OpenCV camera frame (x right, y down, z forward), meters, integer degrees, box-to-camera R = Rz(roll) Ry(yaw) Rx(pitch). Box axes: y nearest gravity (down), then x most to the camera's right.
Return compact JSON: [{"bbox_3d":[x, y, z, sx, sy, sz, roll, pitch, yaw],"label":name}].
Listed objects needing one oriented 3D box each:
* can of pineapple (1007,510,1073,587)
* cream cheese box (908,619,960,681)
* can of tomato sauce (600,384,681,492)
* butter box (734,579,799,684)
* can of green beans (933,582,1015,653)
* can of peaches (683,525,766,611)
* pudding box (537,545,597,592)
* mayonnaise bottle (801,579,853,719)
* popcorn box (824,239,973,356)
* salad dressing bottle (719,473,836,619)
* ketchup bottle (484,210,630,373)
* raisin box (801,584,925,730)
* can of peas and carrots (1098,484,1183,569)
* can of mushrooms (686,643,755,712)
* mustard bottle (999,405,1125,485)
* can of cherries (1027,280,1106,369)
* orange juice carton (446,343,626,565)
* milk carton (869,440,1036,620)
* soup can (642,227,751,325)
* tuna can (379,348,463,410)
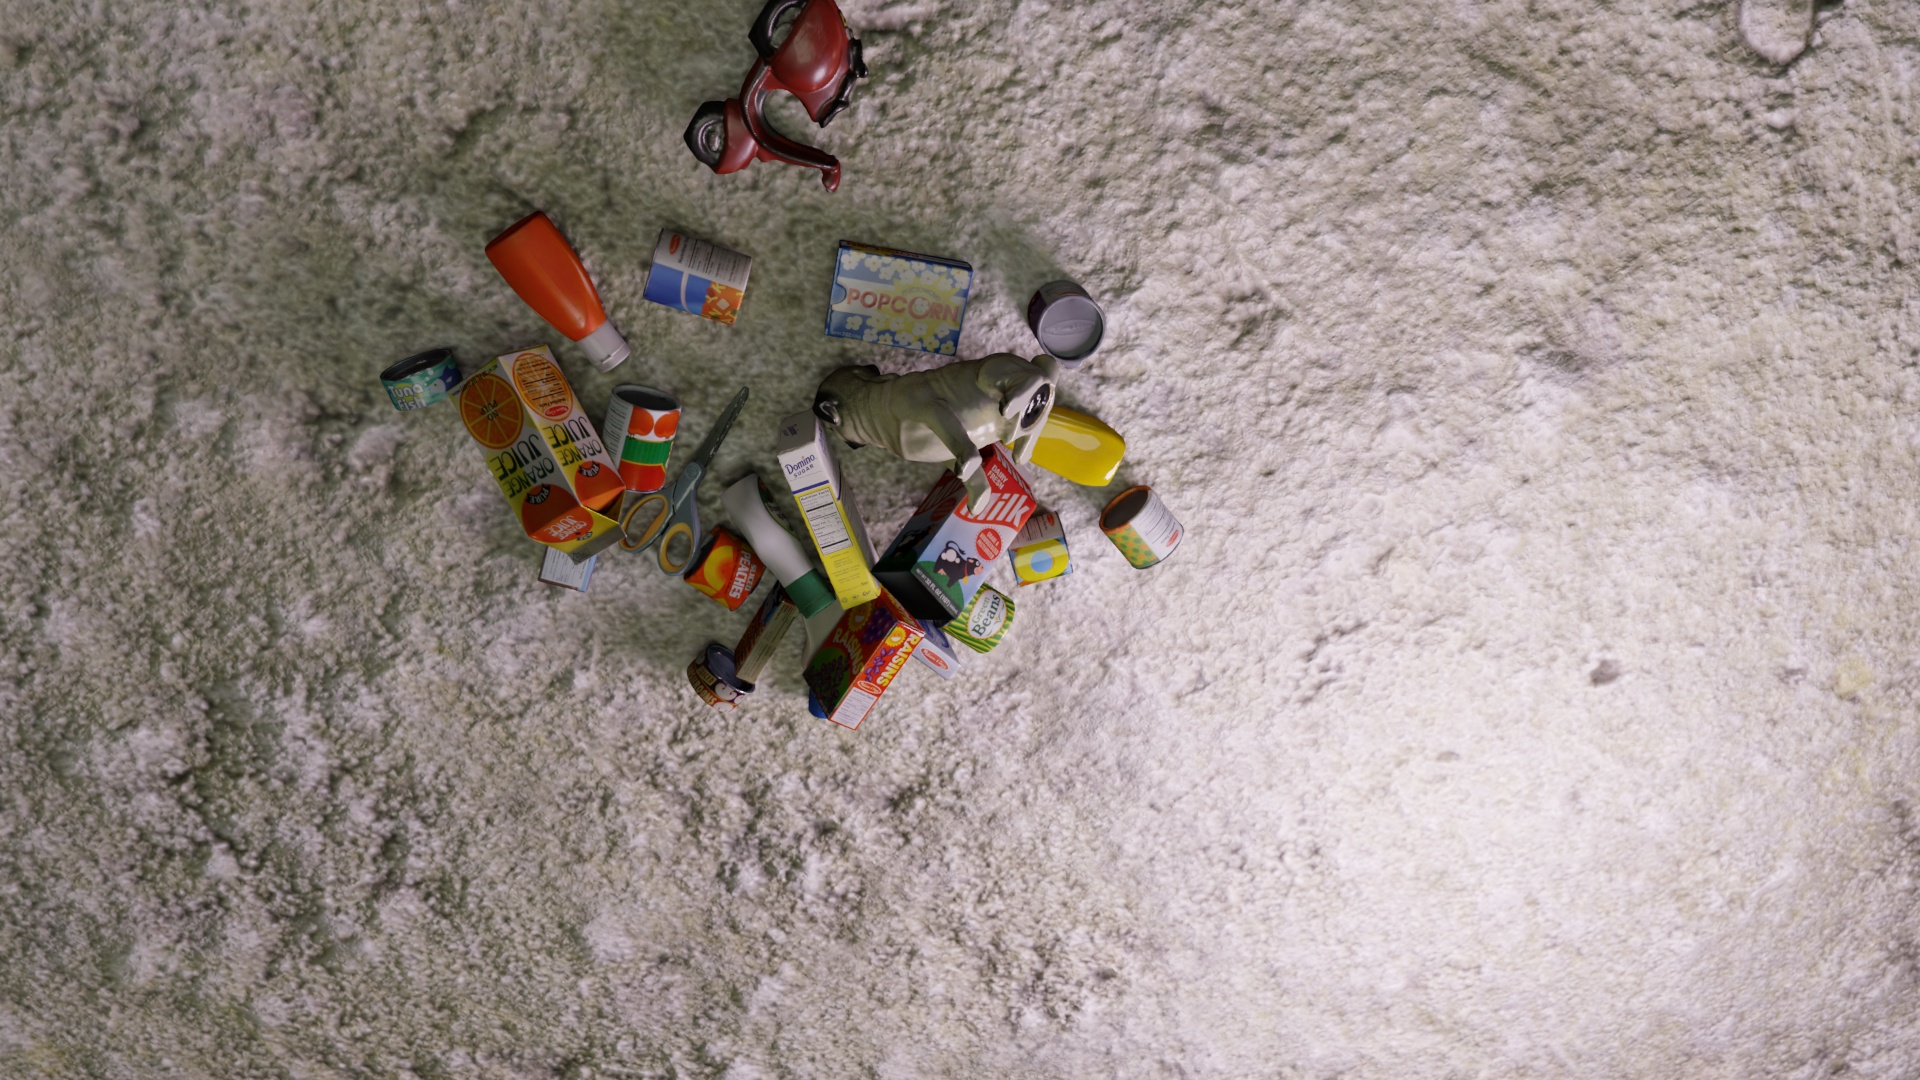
[{"bbox_3d":[0.078,0.010,1.403,0.058,0.071,0.070,-15,115,0],"label":"can of pineapple"},{"bbox_3d":[-0.036,0.100,1.408,0.053,0.104,0.024,39,97,-23],"label":"cream cheese box"},{"bbox_3d":[-0.302,-0.096,1.306,0.071,0.071,0.082,13,112,-13],"label":"can of tomato sauce"},{"bbox_3d":[-0.196,0.091,1.411,0.024,0.053,0.103,26,109,-21],"label":"butter box"},{"bbox_3d":[0.014,0.075,1.423,0.058,0.071,0.071,33,107,-20],"label":"can of green beans"},{"bbox_3d":[-0.231,0.027,1.368,0.058,0.071,0.071,35,106,-19],"label":"can of peaches"},{"bbox_3d":[-0.379,0.005,1.361,0.050,0.030,0.083,16,111,-13],"label":"pudding box"},{"bbox_3d":[-0.136,0.113,1.436,0.065,0.041,0.147,1,115,-13],"label":"mayonnaise bottle"},{"bbox_3d":[-0.058,-0.225,1.293,0.127,0.038,0.084,8,114,-11],"label":"popcorn box"},{"bbox_3d":[-0.176,0.007,1.348,0.044,0.064,0.147,-34,89,2],"label":"salad dressing bottle"},{"bbox_3d":[-0.358,-0.220,1.254,0.064,0.044,0.148,-31,115,8],"label":"ketchup bottle"},{"bbox_3d":[-0.097,0.112,1.373,0.040,0.086,0.123,30,101,-34],"label":"raisin box"},{"bbox_3d":[0.181,-0.013,1.407,0.071,0.071,0.058,-38,113,10],"label":"can of peas and carrots"},{"bbox_3d":[-0.246,0.141,1.417,0.033,0.071,0.071,-42,113,14],"label":"can of mushrooms"},{"bbox_3d":[0.080,-0.105,1.360,0.160,0.049,0.065,21,108,-14],"label":"mustard bottle"},{"bbox_3d":[0.099,-0.204,1.312,0.071,0.058,0.071,-3,115,-7],"label":"can of cherries"},{"bbox_3d":[-0.373,-0.074,1.259,0.071,0.073,0.192,-26,95,26],"label":"orange juice carton"},{"bbox_3d":[0.005,-0.017,1.350,0.072,0.073,0.191,49,62,-23],"label":"milk carton"},{"bbox_3d":[-0.238,-0.235,1.252,0.084,0.071,0.071,16,112,-14],"label":"soup can"},{"bbox_3d":[-0.487,-0.144,1.256,0.071,0.071,0.032,-16,117,0],"label":"tuna can"}]
